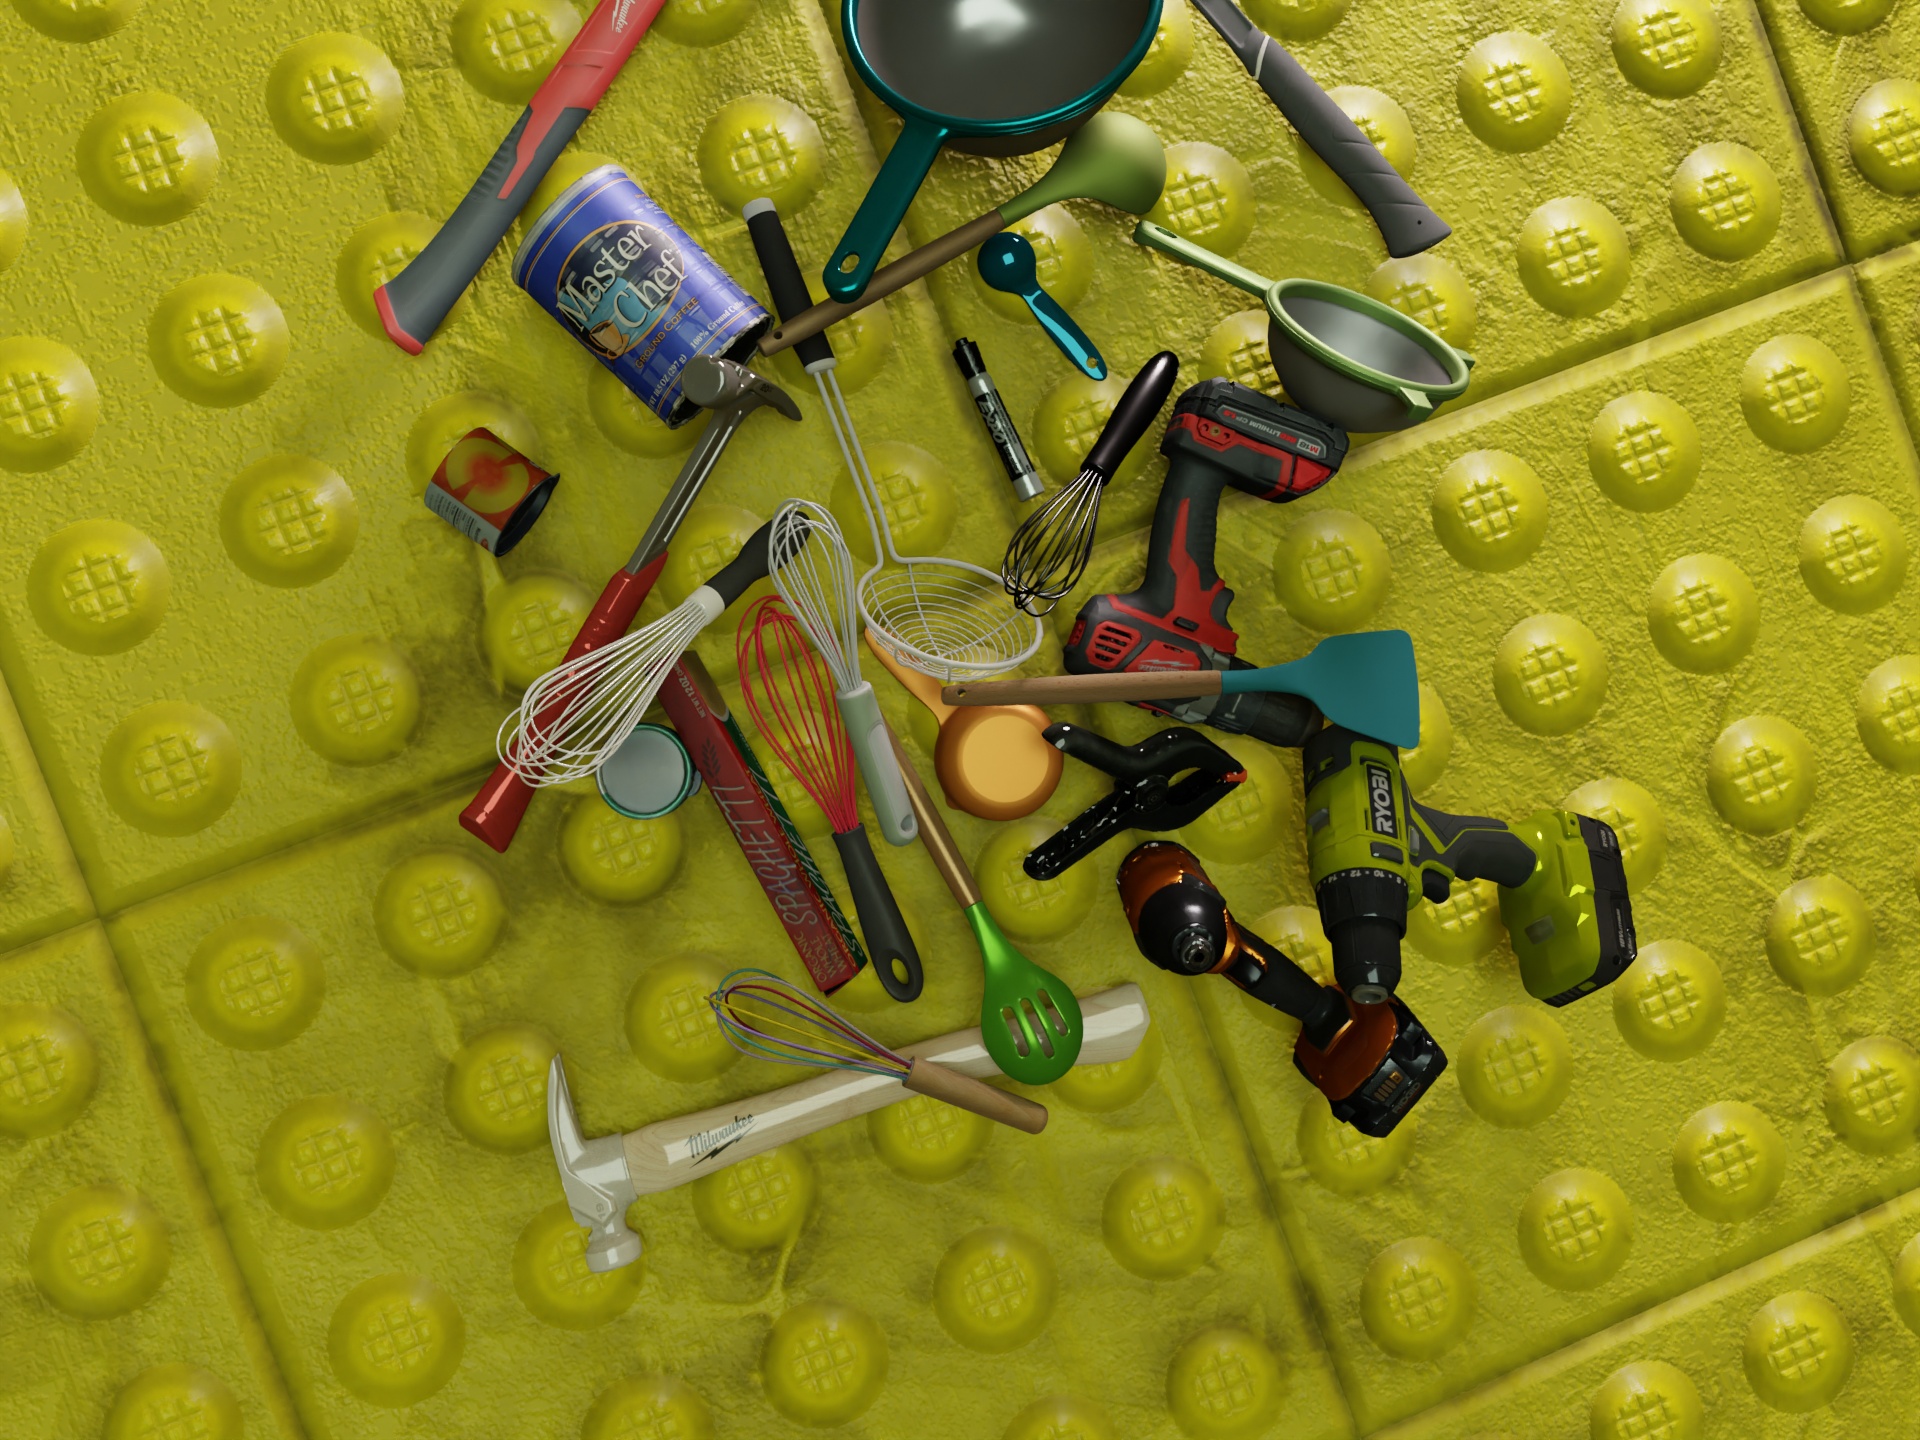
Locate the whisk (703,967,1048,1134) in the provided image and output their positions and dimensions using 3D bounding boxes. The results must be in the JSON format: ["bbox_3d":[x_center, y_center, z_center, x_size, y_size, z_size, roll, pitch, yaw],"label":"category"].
[{"bbox_3d":[-0.055,0.223,1.055,0.245,0.047,0.051,23,49,-10],"label":"whisk"}]

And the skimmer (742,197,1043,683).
[{"bbox_3d":[-0.056,-0.193,1.068,0.127,0.090,0.363,-21,89,-39],"label":"skimmer"}]

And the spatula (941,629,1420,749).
[{"bbox_3d":[0.146,-0.019,1.055,0.317,0.044,0.082,-2,77,5],"label":"spatula"}]

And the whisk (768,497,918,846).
[{"bbox_3d":[-0.071,-0.027,1.027,0.058,0.059,0.246,-37,117,-41],"label":"whisk"}]

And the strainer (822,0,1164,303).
[{"bbox_3d":[0.003,-0.401,1.057,0.211,0.095,0.340,24,77,14],"label":"strainer"}]

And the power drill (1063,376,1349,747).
[{"bbox_3d":[0.193,-0.102,1.104,0.188,0.080,0.227,21,90,-6],"label":"power drill"}]

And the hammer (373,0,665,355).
[{"bbox_3d":[-0.258,-0.403,1.073,0.143,0.038,0.386,33,86,-7],"label":"hammer"}]

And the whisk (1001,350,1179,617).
[{"bbox_3d":[0.094,-0.166,1.081,0.055,0.055,0.239,34,66,-5],"label":"whisk"}]

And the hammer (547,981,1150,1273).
[{"bbox_3d":[-0.072,0.243,1.087,0.410,0.038,0.146,-16,90,-7],"label":"hammer"}]

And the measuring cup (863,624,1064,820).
[{"bbox_3d":[-0.002,-0.003,1.089,0.095,0.052,0.173,-45,96,-5],"label":"measuring cup"}]

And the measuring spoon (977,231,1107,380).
[{"bbox_3d":[0.062,-0.291,1.115,0.042,0.021,0.128,-41,93,-5],"label":"measuring spoon"}]

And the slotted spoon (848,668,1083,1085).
[{"bbox_3d":[-0.006,0.104,1.083,0.070,0.031,0.314,-27,84,-11],"label":"slotted spoon"}]

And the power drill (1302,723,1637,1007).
[{"bbox_3d":[0.334,0.115,1.066,0.228,0.080,0.191,17,55,-18],"label":"power drill"}]

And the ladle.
[{"bbox_3d":[0.003,-0.322,1.080,0.320,0.062,0.078,-31,82,-9],"label":"ladle"}]

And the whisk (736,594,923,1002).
[{"bbox_3d":[-0.083,0.056,1.079,0.073,0.073,0.296,-20,97,-7],"label":"whisk"}]

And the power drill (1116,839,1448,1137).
[{"bbox_3d":[0.207,0.177,1.057,0.226,0.164,0.084,36,98,-7],"label":"power drill"}]

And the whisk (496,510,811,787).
[{"bbox_3d":[-0.186,-0.056,1.017,0.070,0.070,0.285,45,54,-4],"label":"whisk"}]

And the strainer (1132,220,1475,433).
[{"bbox_3d":[0.224,-0.266,1.110,0.256,0.151,0.069,31,126,13],"label":"strainer"}]

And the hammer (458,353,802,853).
[{"bbox_3d":[-0.224,-0.072,1.049,0.037,0.149,0.359,33,97,9],"label":"hammer"}]

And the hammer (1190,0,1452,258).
[{"bbox_3d":[0.203,-0.489,1.130,0.149,0.036,0.409,-44,95,-6],"label":"hammer"}]
